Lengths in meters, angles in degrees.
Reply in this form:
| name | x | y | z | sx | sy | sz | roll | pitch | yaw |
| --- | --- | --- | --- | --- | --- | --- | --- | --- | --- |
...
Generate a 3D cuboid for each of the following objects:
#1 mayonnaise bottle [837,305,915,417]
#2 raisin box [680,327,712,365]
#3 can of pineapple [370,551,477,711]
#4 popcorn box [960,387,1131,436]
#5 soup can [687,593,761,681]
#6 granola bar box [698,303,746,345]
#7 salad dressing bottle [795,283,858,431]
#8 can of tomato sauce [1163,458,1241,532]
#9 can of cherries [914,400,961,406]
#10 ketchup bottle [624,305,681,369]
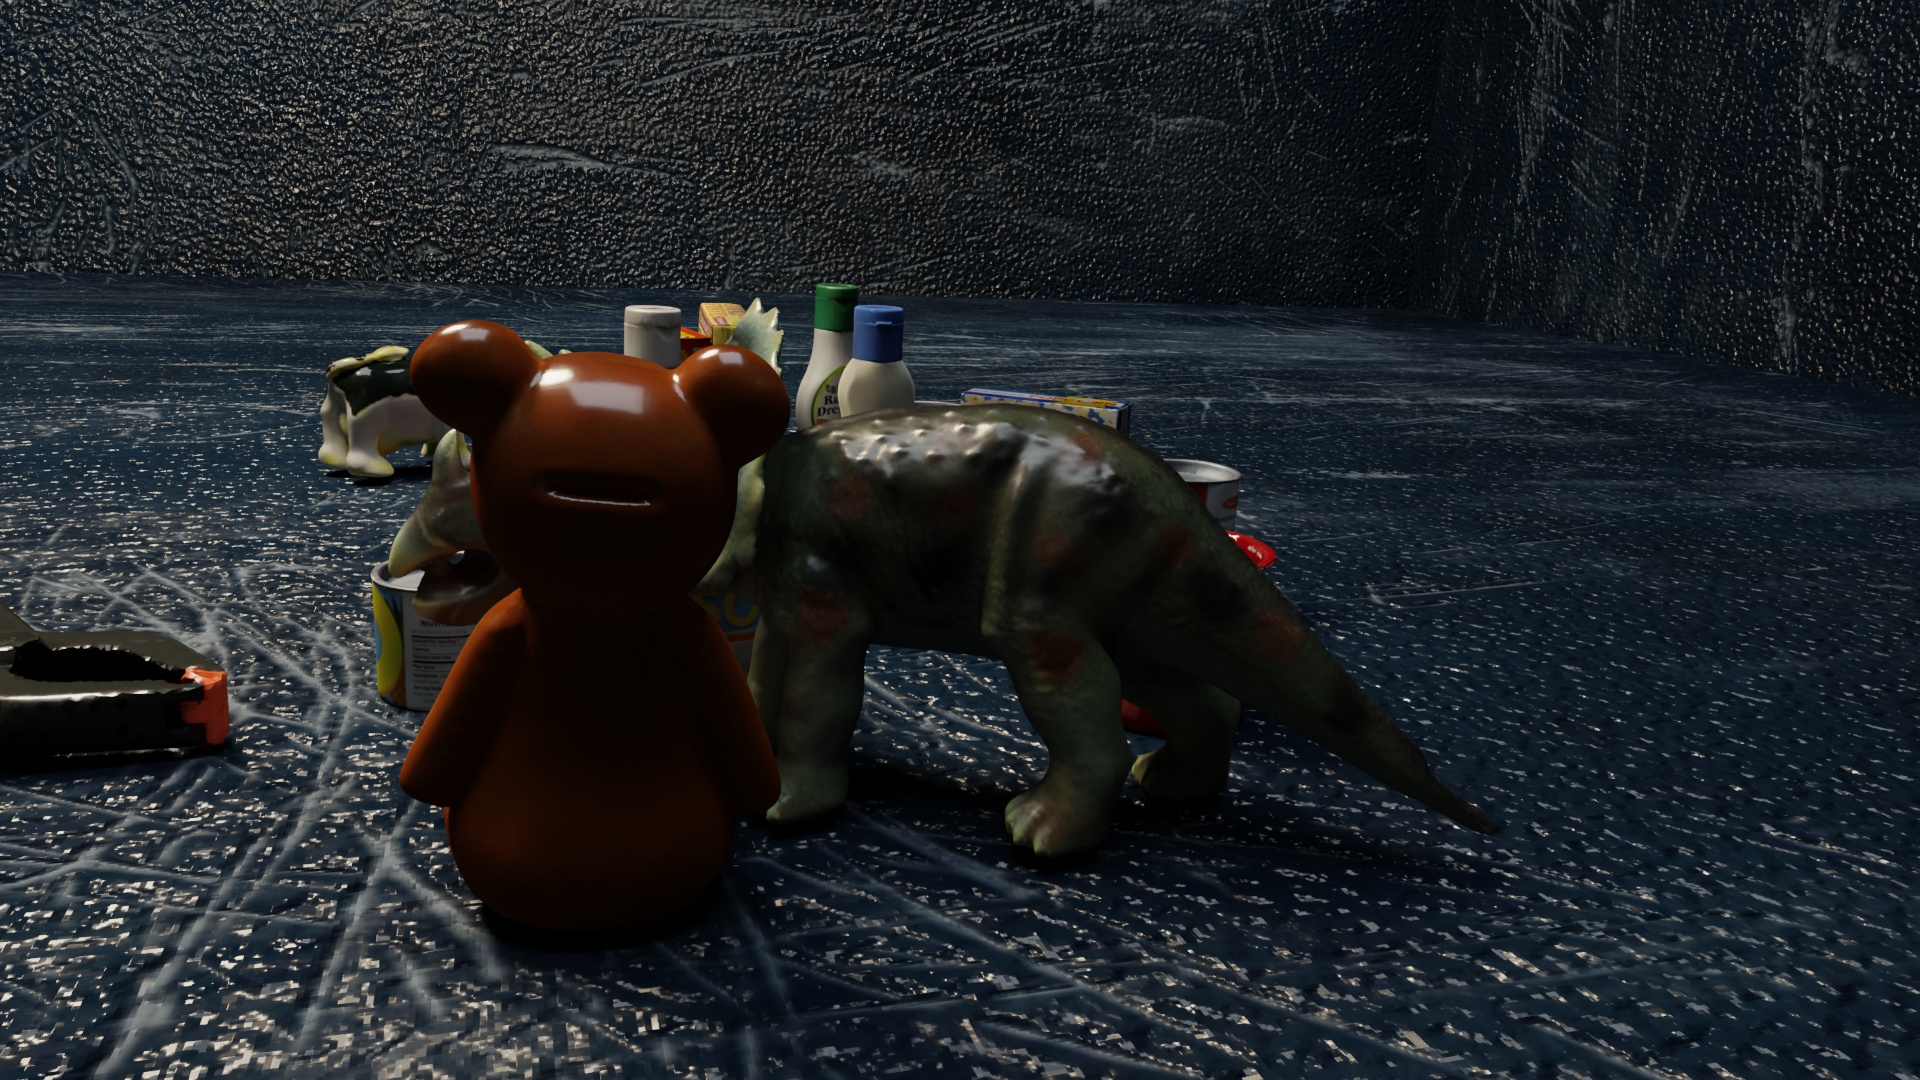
| name | x | y | z | sx | sy | sz | roll | pitch | yaw |
| --- | --- | --- | --- | --- | --- | --- | --- | --- | --- |
| mayonnaise bottle | -0.062 | -0.098 | 1.023 | 0.065 | 0.147 | 0.041 | -1 | 15 | -16 |
| raisin box | -0.213 | -0.093 | 1.023 | 0.040 | 0.123 | 0.086 | -4 | 16 | -27 |
| can of pineapple | -0.234 | 0.040 | 0.638 | 0.071 | 0.057 | 0.071 | 3 | 14 | -1 |
| popcorn box | 0.062 | -0.068 | 1.059 | 0.127 | 0.085 | 0.038 | 8 | 15 | 18 |
| soup can | -0.113 | 0.033 | 0.640 | 0.071 | 0.083 | 0.071 | 3 | 14 | -1 |
| granola bar box | -0.195 | -0.127 | 1.156 | 0.039 | 0.123 | 0.166 | 0 | 15 | -14 |
| salad dressing bottle | -0.110 | -0.148 | 1.206 | 0.064 | 0.147 | 0.044 | -5 | 16 | -28 |
| can of tomato sauce | 0.128 | -0.003 | 0.828 | 0.071 | 0.083 | 0.071 | 3 | 14 | -1 |
| can of cherries | -0.025 | -0.082 | 1.149 | 0.071 | 0.058 | 0.072 | 3 | 14 | -1 |
| ketchup bottle | -0.206 | -0.081 | 0.927 | 0.043 | 0.148 | 0.065 | 16 | 19 | 42 |
